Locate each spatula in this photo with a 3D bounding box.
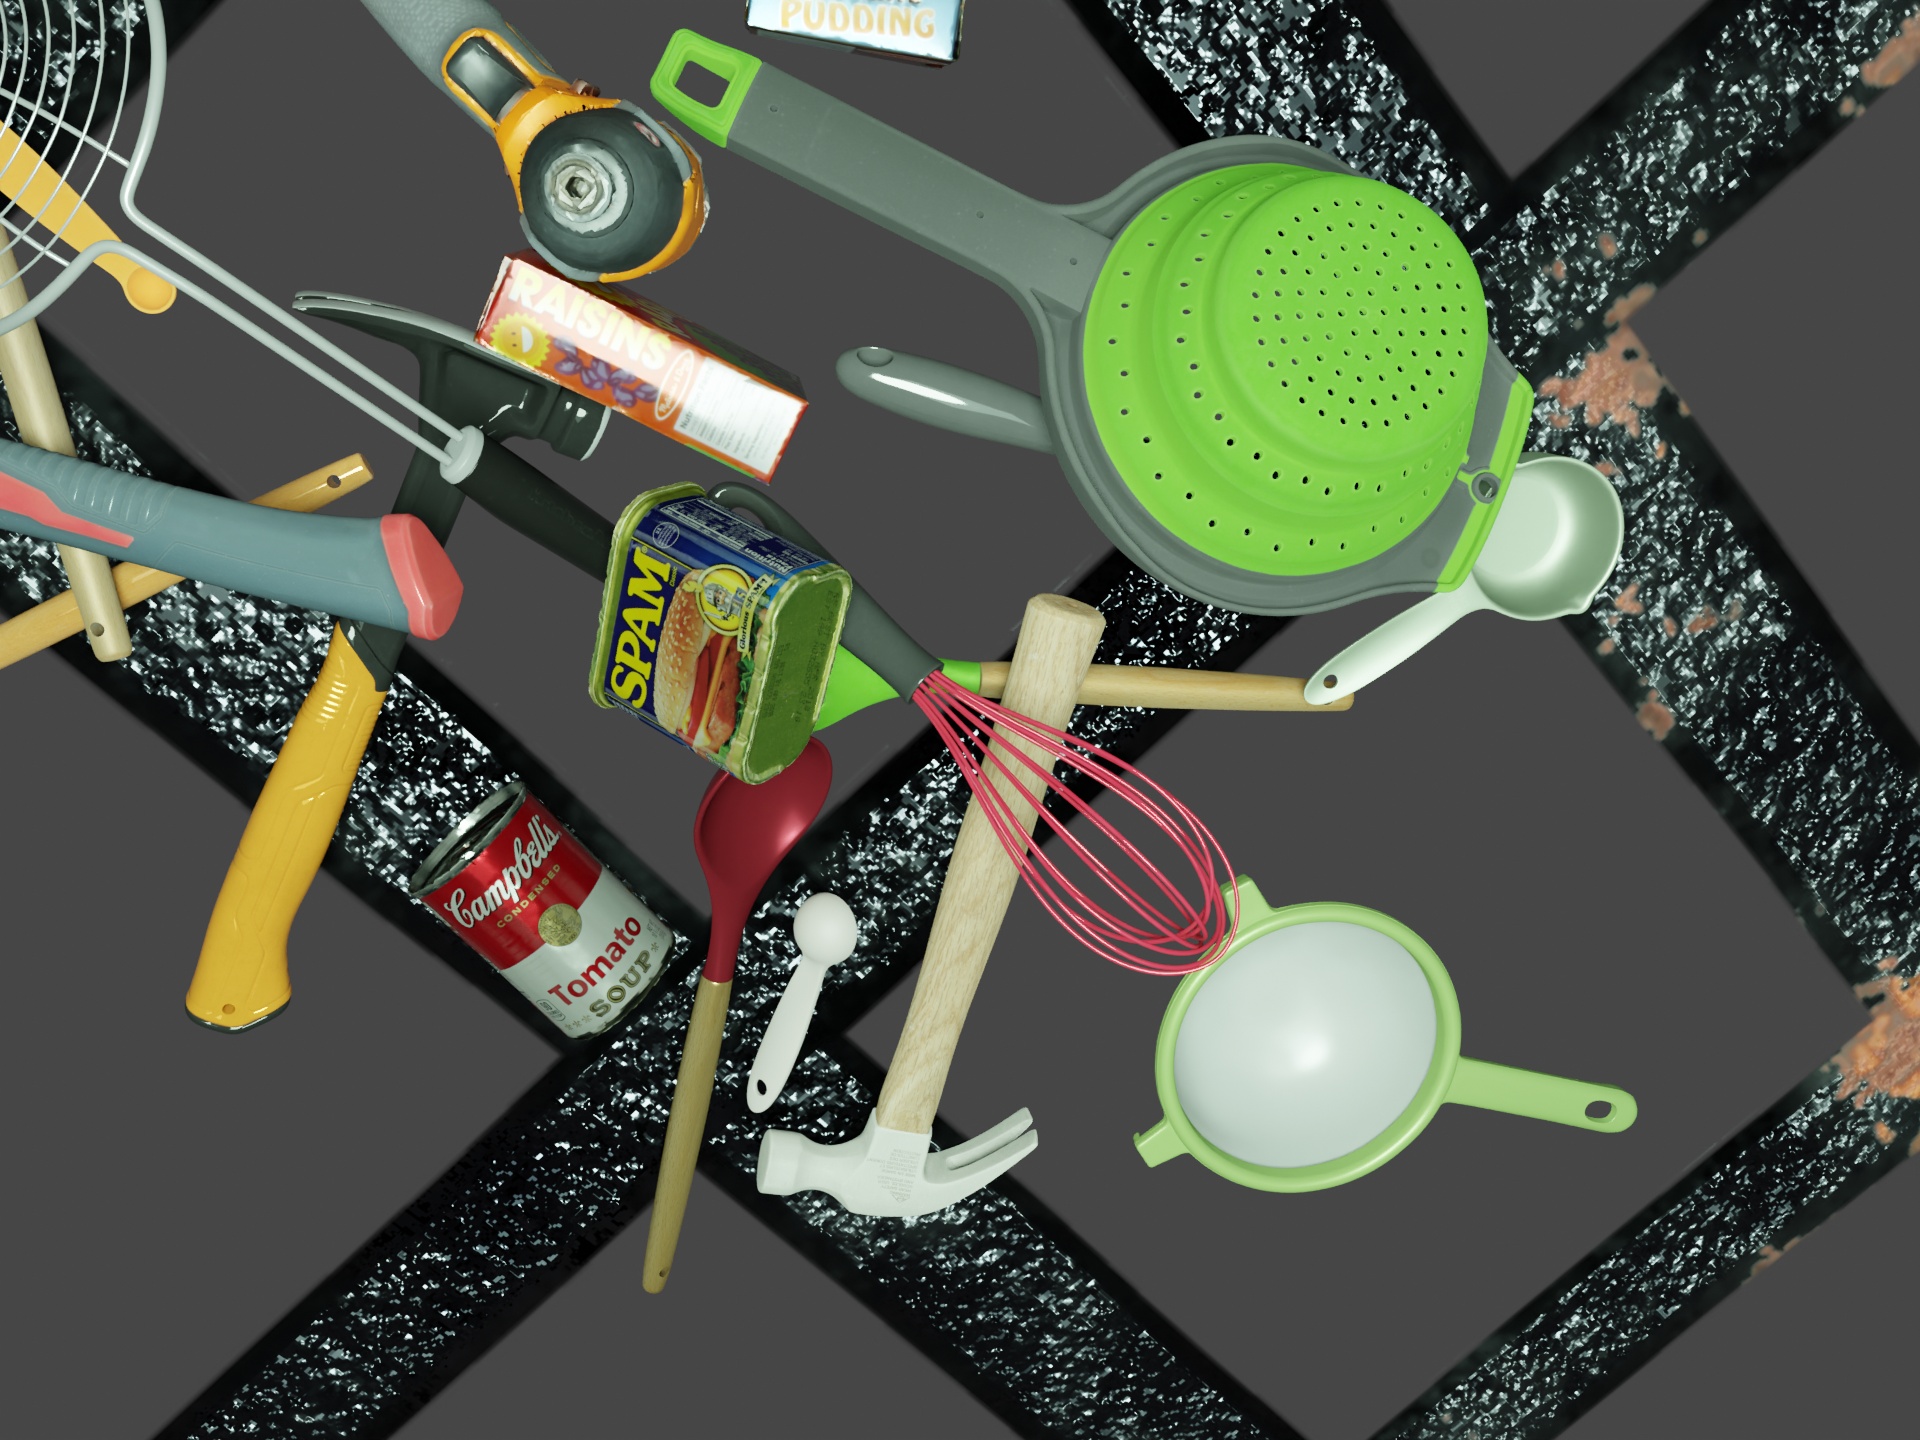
[{"bbox_3d":[-0.395,-0.037,0.671,0.322,0.041,0.081,-27,109,-3],"label":"spatula"}]

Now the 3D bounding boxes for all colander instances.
[{"bbox_3d":[0.067,-0.182,0.625,0.397,0.094,0.204,24,81,-9],"label":"colander"}]

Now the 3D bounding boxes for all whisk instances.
[{"bbox_3d":[0.060,-0.119,0.697,0.239,0.055,0.055,16,105,-8],"label":"whisk"},{"bbox_3d":[-0.001,-0.002,0.671,0.296,0.073,0.073,42,99,9],"label":"whisk"}]

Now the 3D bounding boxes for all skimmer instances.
[{"bbox_3d":[-0.200,-0.115,0.542,0.362,0.090,0.127,37,77,-52],"label":"skimmer"}]

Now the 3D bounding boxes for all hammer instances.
[{"bbox_3d":[-0.271,-0.011,0.681,0.127,0.034,0.337,19,106,-28],"label":"hammer"},{"bbox_3d":[0.005,0.098,0.751,0.130,0.031,0.331,12,111,-14],"label":"hammer"},{"bbox_3d":[-0.387,-0.081,0.612,0.386,0.038,0.143,15,106,-1],"label":"hammer"}]

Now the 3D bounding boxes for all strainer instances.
[{"bbox_3d":[0.213,0.162,0.796,0.256,0.069,0.151,13,103,-13],"label":"strainer"}]

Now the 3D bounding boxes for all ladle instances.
[{"bbox_3d":[-0.120,0.145,0.763,0.069,0.031,0.315,-2,115,-41],"label":"ladle"}]

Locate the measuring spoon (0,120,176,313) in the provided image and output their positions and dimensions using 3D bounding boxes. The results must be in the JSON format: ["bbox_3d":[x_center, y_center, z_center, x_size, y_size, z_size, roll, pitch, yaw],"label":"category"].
[{"bbox_3d":[-0.359,-0.207,0.628,0.021,0.011,0.117,-45,105,5],"label":"measuring spoon"}]

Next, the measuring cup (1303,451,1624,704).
[{"bbox_3d":[0.227,-0.062,0.744,0.167,0.038,0.083,-35,109,6],"label":"measuring cup"}]

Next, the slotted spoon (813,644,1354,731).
[{"bbox_3d":[0.034,-0.020,0.735,0.313,0.031,0.070,3,107,-11],"label":"slotted spoon"}]

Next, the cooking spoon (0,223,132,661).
[{"bbox_3d":[-0.376,-0.177,0.616,0.068,0.017,0.318,-11,103,-2],"label":"cooking spoon"}]

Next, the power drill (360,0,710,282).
[{"bbox_3d":[-0.186,-0.246,0.559,0.226,0.164,0.084,42,100,-16],"label":"power drill"}]

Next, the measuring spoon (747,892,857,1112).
[{"bbox_3d":[-0.083,0.139,0.766,0.034,0.018,0.124,31,109,28],"label":"measuring spoon"}]
